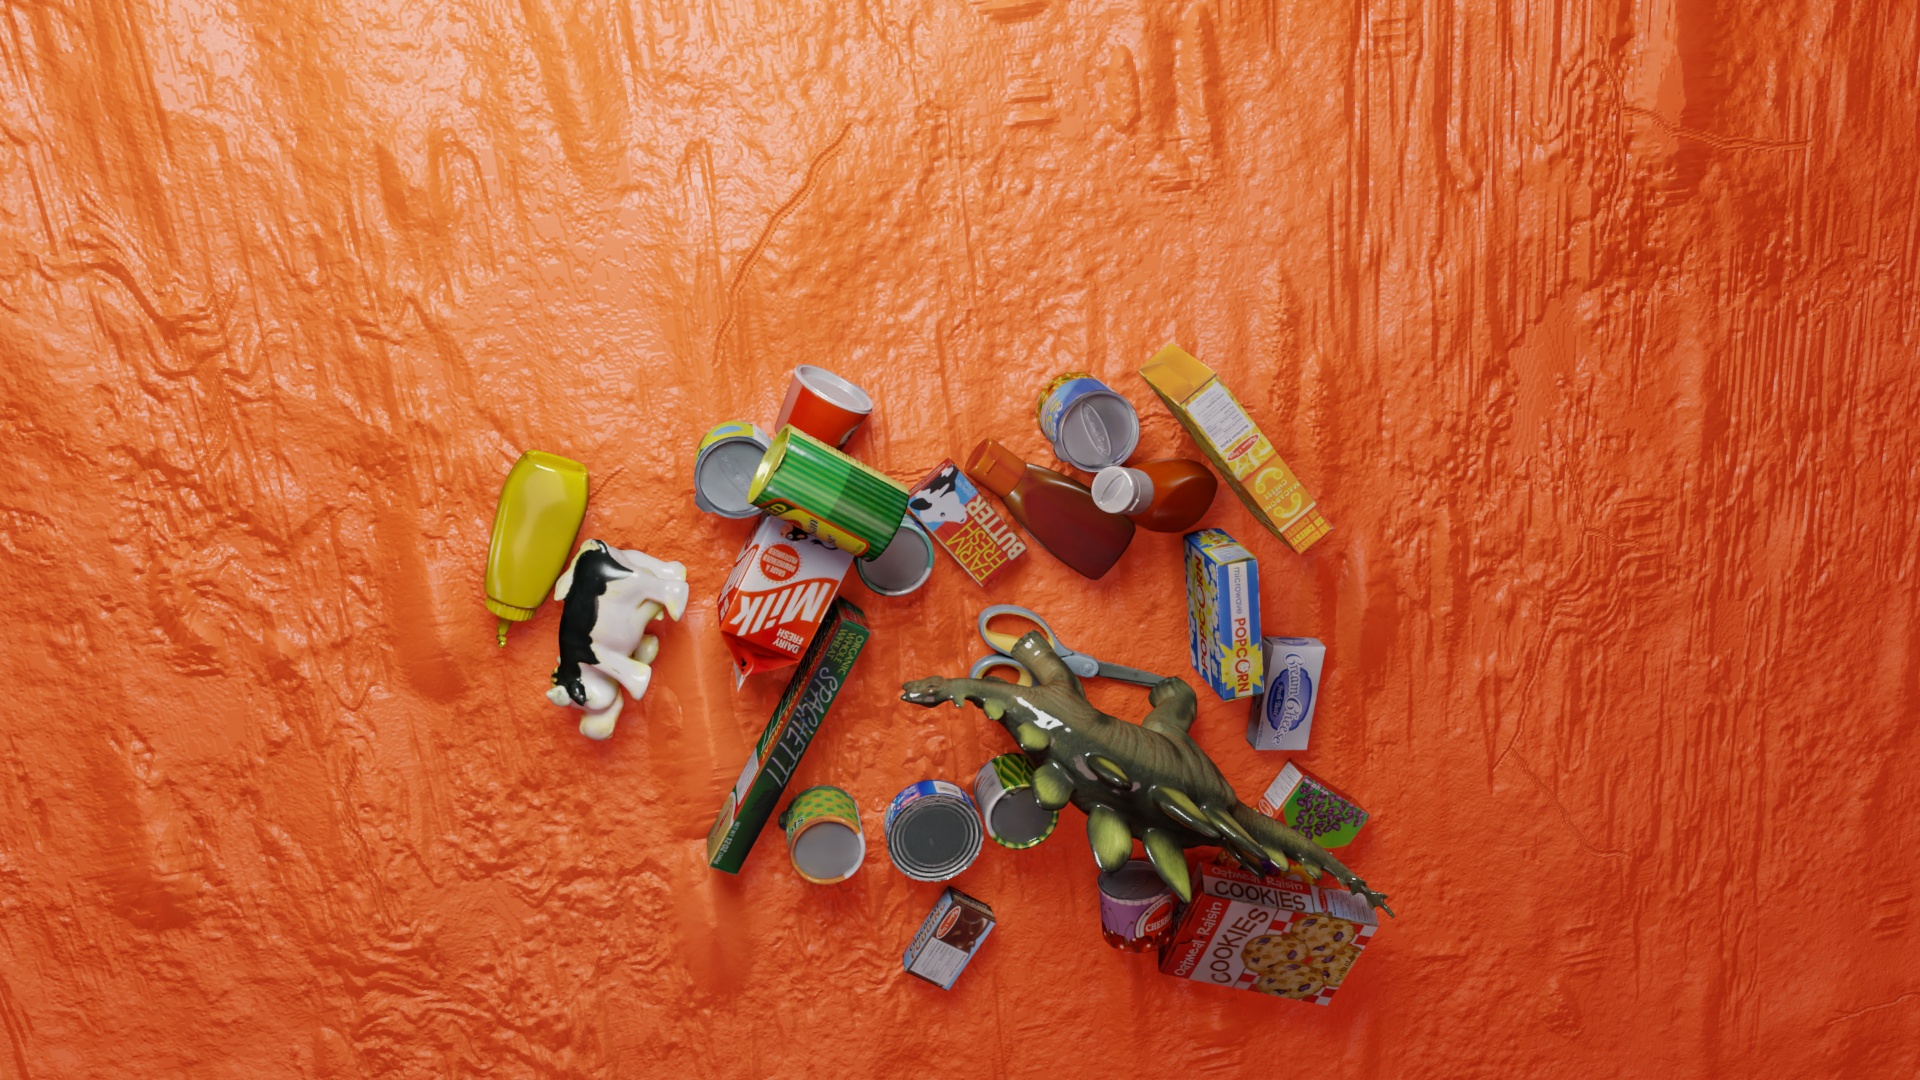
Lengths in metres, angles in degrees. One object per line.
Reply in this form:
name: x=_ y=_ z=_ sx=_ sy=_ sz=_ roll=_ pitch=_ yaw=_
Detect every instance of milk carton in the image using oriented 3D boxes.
milk carton: x=-0.140 y=0.027 z=1.116 sx=0.073 sy=0.072 sz=0.190 roll=25 pitch=101 yaw=-17

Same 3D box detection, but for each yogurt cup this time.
yogurt cup: x=-0.110 y=-0.098 z=1.088 sx=0.072 sy=0.072 sz=0.053 roll=25 pitch=109 yaw=-17

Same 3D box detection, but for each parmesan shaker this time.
parmesan shaker: x=-0.097 y=-0.034 z=1.029 sx=0.103 sy=0.071 sz=0.071 roll=28 pitch=100 yaw=-17

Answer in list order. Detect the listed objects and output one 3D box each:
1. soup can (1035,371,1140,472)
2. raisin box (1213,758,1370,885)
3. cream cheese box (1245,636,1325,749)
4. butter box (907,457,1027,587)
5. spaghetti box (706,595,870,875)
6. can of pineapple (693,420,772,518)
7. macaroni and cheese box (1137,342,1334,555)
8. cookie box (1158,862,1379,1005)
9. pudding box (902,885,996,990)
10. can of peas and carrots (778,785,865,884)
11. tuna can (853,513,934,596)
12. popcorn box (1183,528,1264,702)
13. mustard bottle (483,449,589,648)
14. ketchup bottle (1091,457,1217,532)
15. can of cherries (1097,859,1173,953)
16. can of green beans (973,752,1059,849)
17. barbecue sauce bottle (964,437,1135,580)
soup can: x=0.098 y=-0.096 z=1.117 sx=0.071 sy=0.084 sz=0.071 roll=-3 pitch=107 yaw=-9
raisin box: x=0.308 y=0.278 z=1.296 sx=0.086 sy=0.040 sz=0.123 roll=32 pitch=98 yaw=-19
cream cheese box: x=0.294 y=0.138 z=1.258 sx=0.053 sy=0.024 sz=0.103 roll=2 pitch=107 yaw=-13
butter box: x=0.004 y=-0.014 z=1.156 sx=0.053 sy=0.024 sz=0.103 roll=-41 pitch=109 yaw=4
spaghetti box: x=-0.147 y=0.165 z=1.169 sx=0.028 sy=0.050 sz=0.249 roll=26 pitch=101 yaw=-19
can of pineapple: x=-0.177 y=-0.056 z=1.091 sx=0.071 sy=0.058 sz=0.070 roll=-3 pitch=107 yaw=-10
macaroni and cheese box: x=0.221 y=-0.075 z=1.125 sx=0.040 sy=0.124 sz=0.166 roll=-39 pitch=110 yaw=6
cookie box: x=0.281 y=0.365 z=1.283 sx=0.167 sy=0.040 sz=0.122 roll=12 pitch=126 yaw=-5
pudding box: x=-0.010 y=0.363 z=1.267 sx=0.049 sy=0.030 sz=0.083 roll=30 pitch=99 yaw=-17
can of peas and carrots: x=-0.120 y=0.254 z=1.197 sx=0.071 sy=0.059 sz=0.070 roll=-3 pitch=107 yaw=-10
tuna can: x=-0.057 y=0.009 z=1.147 sx=0.071 sy=0.033 sz=0.070 roll=-3 pitch=108 yaw=-10
popcorn box: x=0.224 y=0.062 z=1.188 sx=0.038 sy=0.085 sz=0.126 roll=-9 pitch=108 yaw=-8
mustard bottle: x=-0.339 y=0.010 z=1.085 sx=0.065 sy=0.049 sz=0.159 roll=18 pitch=103 yaw=-18
ketchup bottle: x=0.155 y=-0.037 z=1.119 sx=0.043 sy=0.149 sz=0.064 roll=43 pitch=111 yaw=25
can of cherries: x=0.162 y=0.335 z=1.269 sx=0.071 sy=0.071 sz=0.058 roll=-9 pitch=109 yaw=-8
can of green beans: x=0.049 y=0.229 z=1.221 sx=0.071 sy=0.058 sz=0.071 roll=-3 pitch=108 yaw=-10
barbecue sauce bottle: x=0.072 y=-0.030 z=1.154 sx=0.148 sy=0.044 sz=0.065 roll=34 pitch=98 yaw=-18
